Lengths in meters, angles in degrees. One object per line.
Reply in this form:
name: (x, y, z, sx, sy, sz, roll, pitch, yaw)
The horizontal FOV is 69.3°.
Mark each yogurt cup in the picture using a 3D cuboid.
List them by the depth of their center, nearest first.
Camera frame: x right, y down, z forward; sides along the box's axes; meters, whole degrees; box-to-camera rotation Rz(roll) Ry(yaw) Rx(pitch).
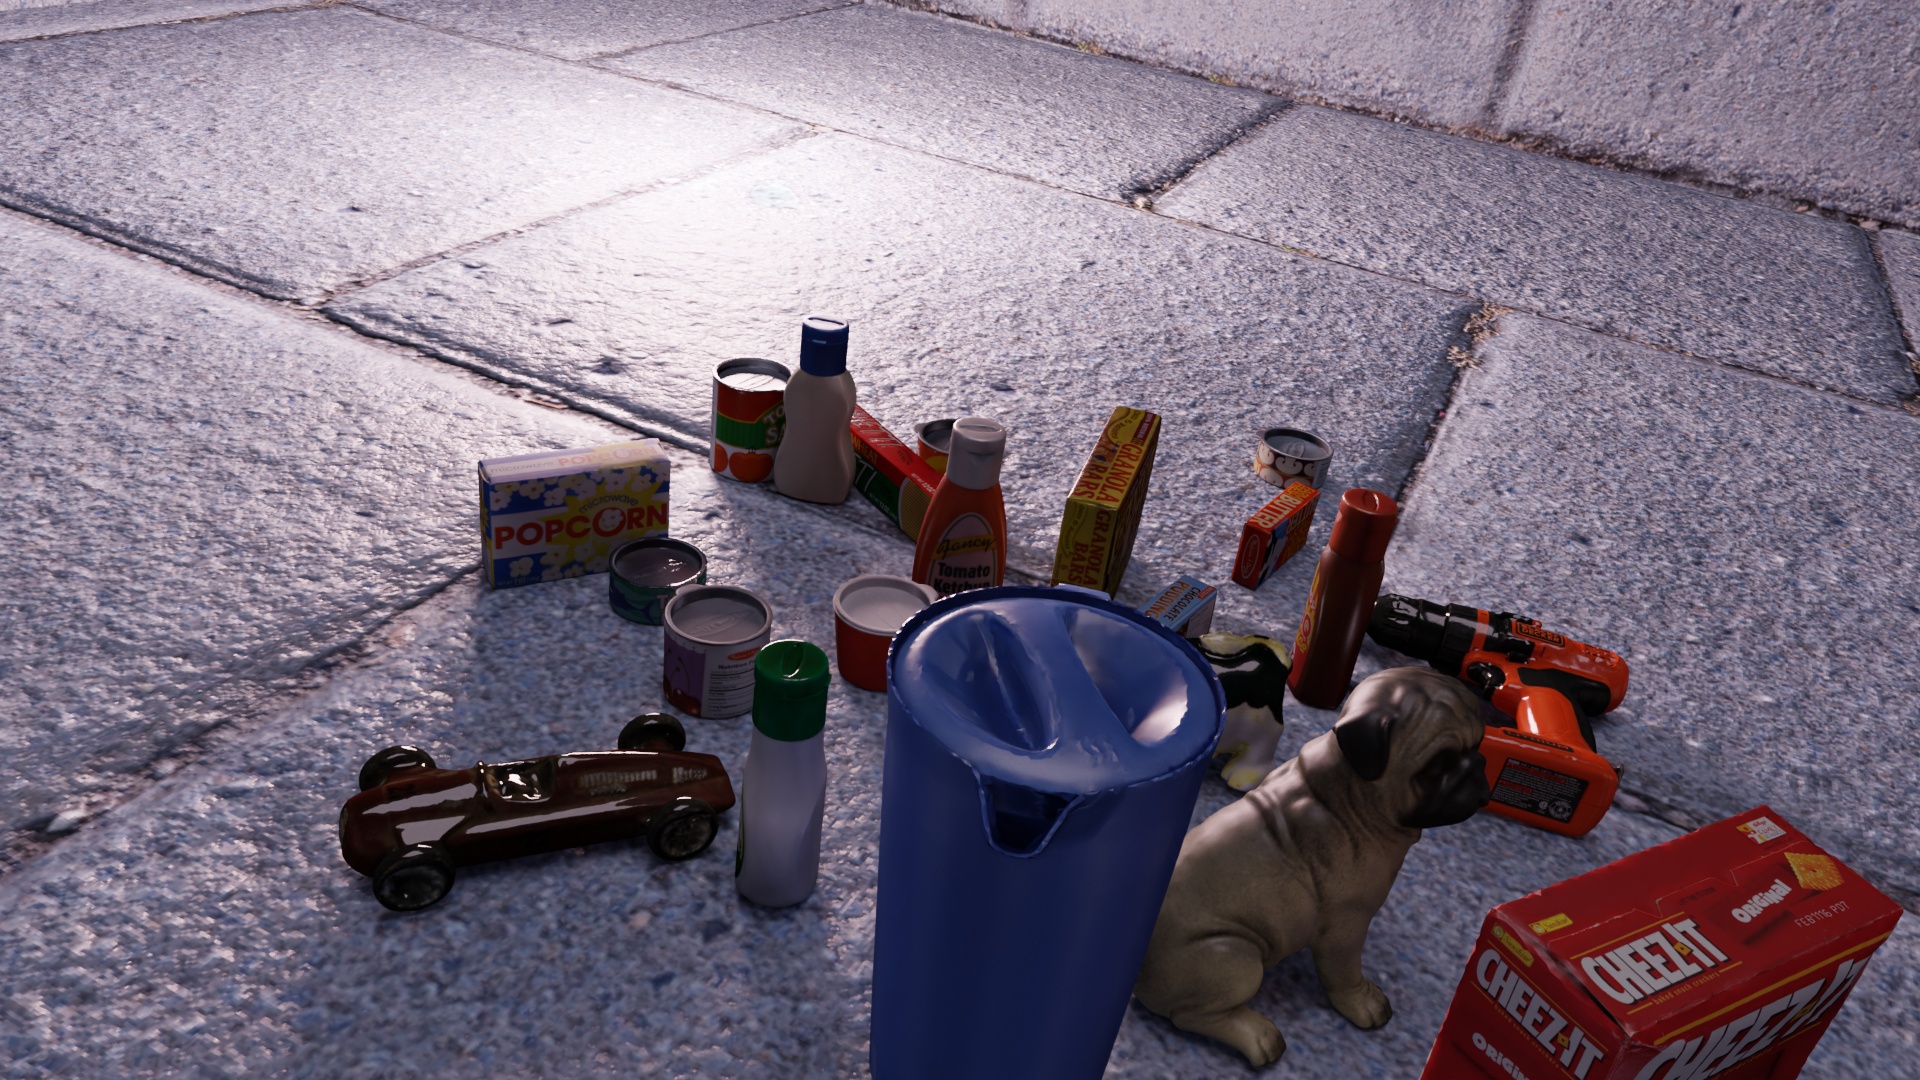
yogurt cup: (-0.052, 0.062, 0.913, 0.072, 0.053, 0.073, 6, 30, -4)

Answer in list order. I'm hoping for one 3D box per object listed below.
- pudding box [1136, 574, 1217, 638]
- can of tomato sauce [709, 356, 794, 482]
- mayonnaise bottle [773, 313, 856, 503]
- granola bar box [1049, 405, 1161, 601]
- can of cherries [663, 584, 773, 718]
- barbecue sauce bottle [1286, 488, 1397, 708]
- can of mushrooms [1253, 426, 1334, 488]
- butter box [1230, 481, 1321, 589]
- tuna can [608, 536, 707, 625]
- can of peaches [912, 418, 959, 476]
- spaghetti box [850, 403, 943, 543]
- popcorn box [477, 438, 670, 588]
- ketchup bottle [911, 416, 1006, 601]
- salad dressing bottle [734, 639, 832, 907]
pudding box: (0.144, 0.063, 0.965, 0.030, 0.049, 0.084, 26, 34, 28)
can of tomato sauce: (-0.168, -0.098, 1.128, 0.071, 0.082, 0.071, 6, 30, -4)
mayonnaise bottle: (-0.110, -0.102, 1.085, 0.065, 0.147, 0.041, 11, 30, 5)
granola bar box: (0.103, -0.009, 1.003, 0.039, 0.123, 0.166, 15, 31, 11)
can of cherries: (-0.154, 0.068, 0.873, 0.071, 0.058, 0.072, 6, 30, -4)
barbecue sauce bottle: (0.258, 0.037, 0.938, 0.044, 0.147, 0.065, 12, 30, 7)
can of mushrooms: (0.298, -0.075, 1.253, 0.071, 0.033, 0.071, 6, 30, -4)
butter box: (0.251, -0.005, 1.103, 0.024, 0.052, 0.104, 25, 34, 27)
tuna can: (-0.206, 0.029, 0.953, 0.071, 0.032, 0.071, 6, 30, -4)
can of peaches: (-0.007, -0.059, 1.127, 0.071, 0.057, 0.071, 6, 30, -4)
spaghetti box: (-0.075, -0.069, 1.134, 0.029, 0.050, 0.251, -13, 36, -32)
popcorn box: (-0.268, -0.020, 0.968, 0.127, 0.084, 0.038, -10, 35, -28)
ketchup bottle: (0.003, -0.012, 0.959, 0.065, 0.148, 0.044, 3, 30, -10)
salad dressing bottle: (-0.090, 0.120, 0.712, 0.044, 0.146, 0.064, 9, 30, 1)
